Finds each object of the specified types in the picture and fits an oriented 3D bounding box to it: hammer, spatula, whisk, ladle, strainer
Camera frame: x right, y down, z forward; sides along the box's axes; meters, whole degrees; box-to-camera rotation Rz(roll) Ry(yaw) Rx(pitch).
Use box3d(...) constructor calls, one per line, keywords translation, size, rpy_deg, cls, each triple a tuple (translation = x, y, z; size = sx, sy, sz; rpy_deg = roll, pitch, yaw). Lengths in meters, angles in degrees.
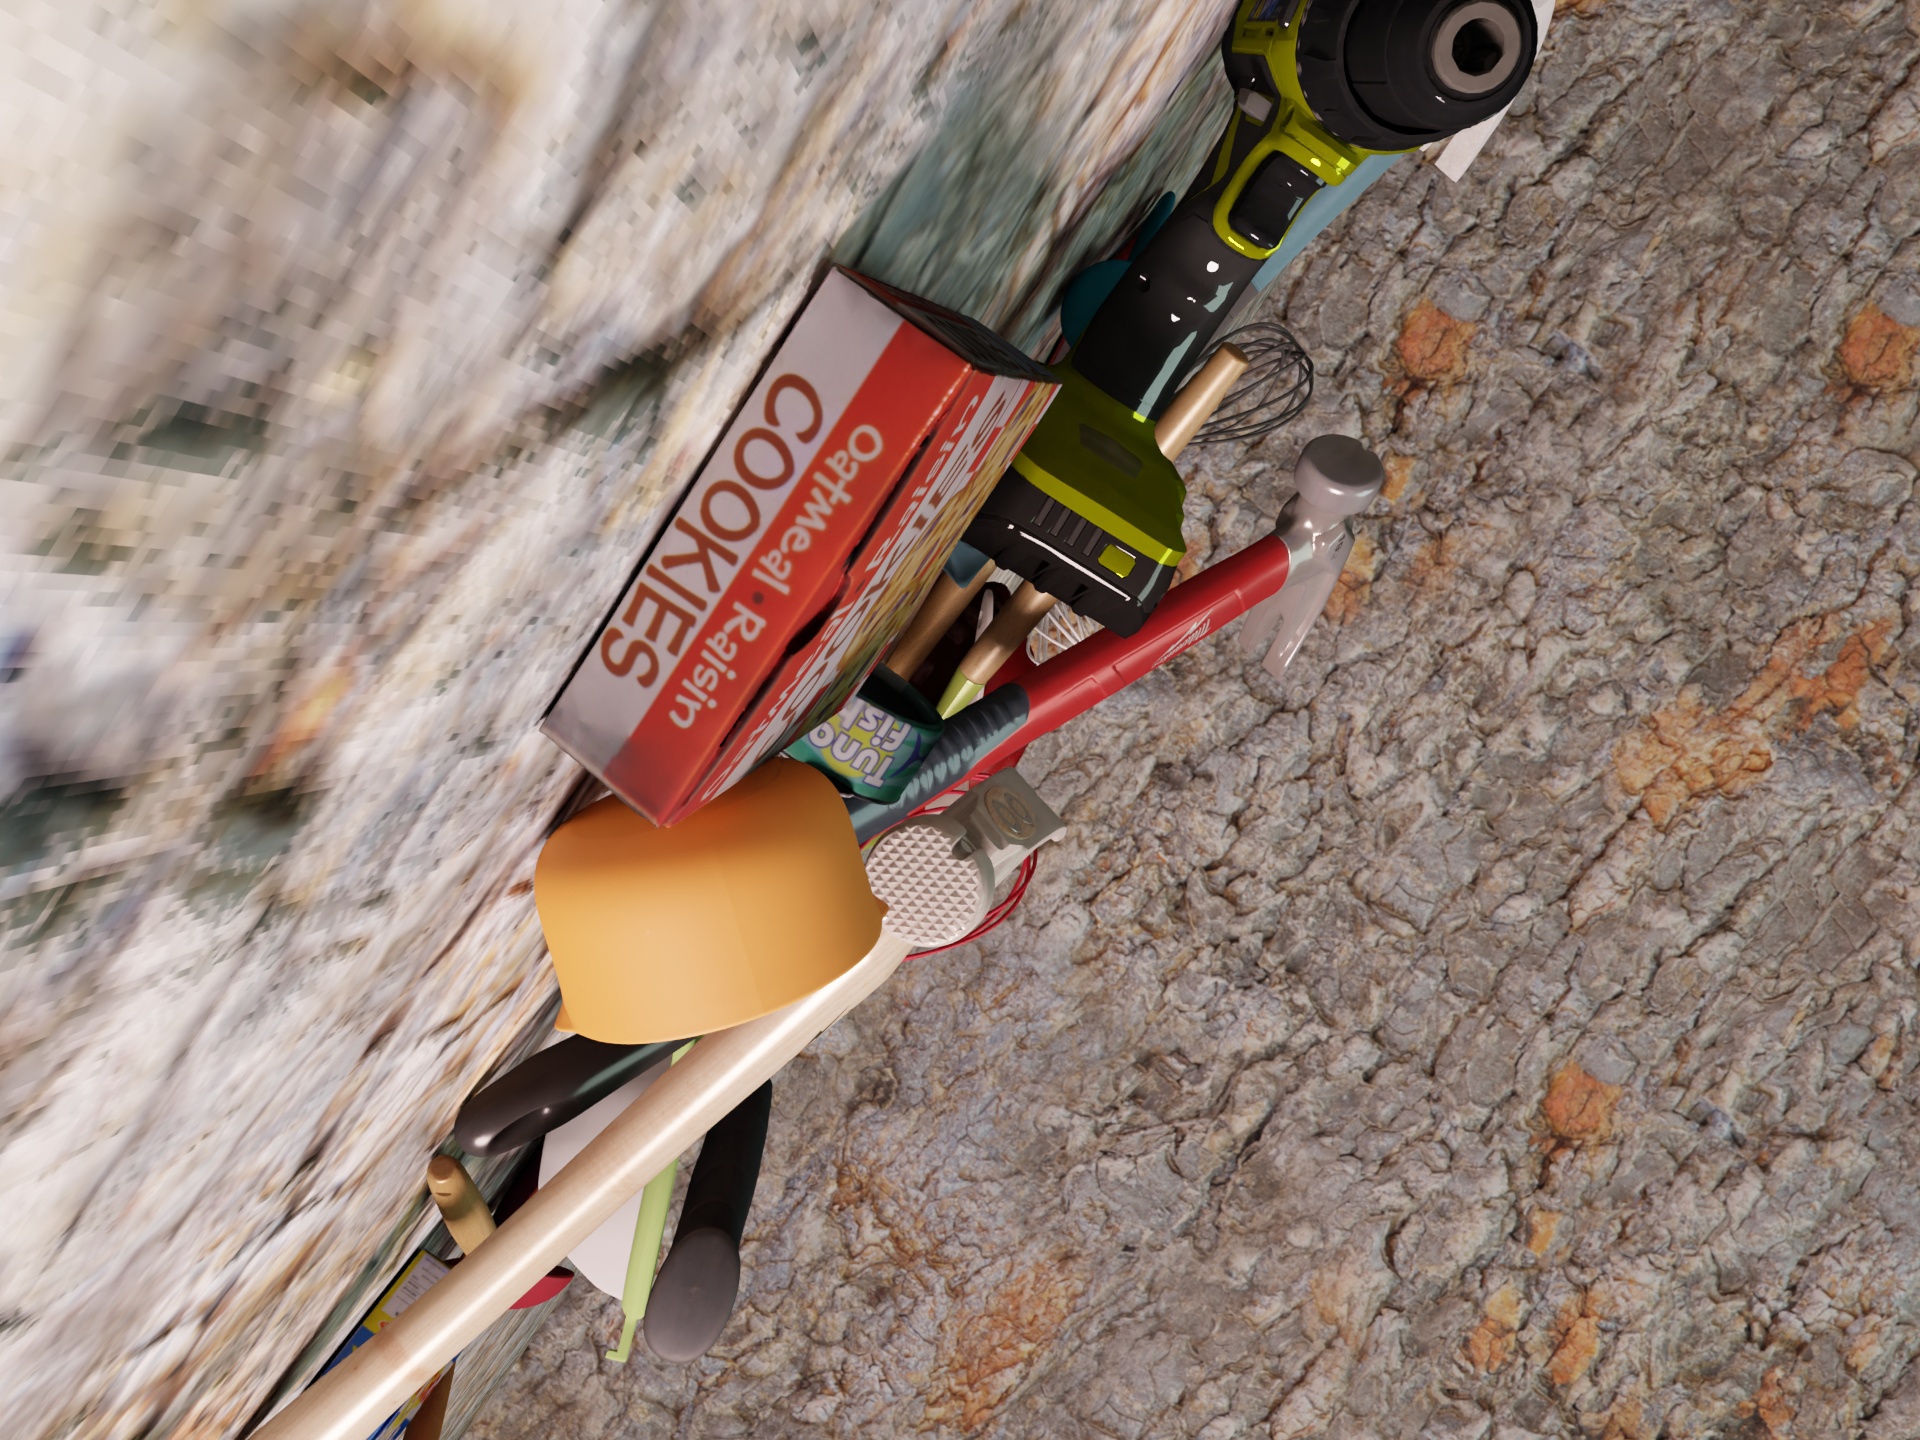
box3d(translation=(0.106, -0.176, 0.658), size=(0.331, 0.033, 0.128), rpy_deg=(-43, 166, 15), cls="hammer")
box3d(translation=(-0.267, 0.353, 0.832), size=(0.081, 0.041, 0.323), rpy_deg=(-55, -163, 13), cls="spatula")
box3d(translation=(0.084, -0.134, 0.775), size=(0.239, 0.055, 0.055), rpy_deg=(-30, 168, -23), cls="whisk")
box3d(translation=(-0.074, 0.098, 0.661), size=(0.296, 0.073, 0.073), rpy_deg=(-27, 161, -35), cls="whisk")
box3d(translation=(-0.218, 0.238, 0.728), size=(0.315, 0.069, 0.031), rpy_deg=(110, -15, -61), cls="ladle")
box3d(translation=(-0.101, 0.168, 0.754), size=(0.409, 0.036, 0.149), rpy_deg=(-93, -152, -78), cls="hammer")
box3d(translation=(0.031, -0.109, 0.837), size=(0.245, 0.051, 0.047), rpy_deg=(-52, -176, 10), cls="whisk")
box3d(translation=(0.027, 0.003, 0.677), size=(0.386, 0.038, 0.143), rpy_deg=(-30, 153, -28), cls="hammer")
box3d(translation=(0.010, -0.046, 0.692), size=(0.320, 0.062, 0.078), rpy_deg=(-50, -179, 34), cls="ladle")
box3d(translation=(-0.124, 0.162, 0.580), size=(0.410, 0.038, 0.146), rpy_deg=(-43, 174, 15), cls="hammer")
box3d(translation=(-0.166, 0.176, 0.785), size=(0.152, 0.069, 0.256), rpy_deg=(-90, -168, -61), cls="strainer")
box3d(translation=(0.051, -0.079, 0.857), size=(0.059, 0.057, 0.247), rpy_deg=(-53, -160, 19), cls="whisk")

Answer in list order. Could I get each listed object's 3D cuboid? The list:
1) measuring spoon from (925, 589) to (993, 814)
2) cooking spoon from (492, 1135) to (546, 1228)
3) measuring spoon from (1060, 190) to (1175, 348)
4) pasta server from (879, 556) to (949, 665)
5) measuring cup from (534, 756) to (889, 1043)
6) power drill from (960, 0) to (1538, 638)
box3d(translation=(-0.001, -0.002, 0.759), size=(0.034, 0.018, 0.124), rpy_deg=(-124, -138, -73), cls="measuring spoon")
box3d(translation=(-0.174, 0.165, 0.893), size=(0.319, 0.017, 0.069), rpy_deg=(-54, -177, -2), cls="cooking spoon")
box3d(translation=(0.066, -0.195, 0.658), size=(0.042, 0.021, 0.129), rpy_deg=(-40, -162, 43), cls="measuring spoon")
box3d(translation=(-0.057, -0.012, 0.665), size=(0.316, 0.040, 0.060), rpy_deg=(-59, 177, 10), cls="pasta server")
box3d(translation=(-0.084, 0.036, 0.466), size=(0.095, 0.052, 0.174), rpy_deg=(-18, -164, -17), cls="measuring cup")
box3d(translation=(0.085, -0.146, 0.515), size=(0.228, 0.080, 0.191), rpy_deg=(-55, -165, 19), cls="power drill")
